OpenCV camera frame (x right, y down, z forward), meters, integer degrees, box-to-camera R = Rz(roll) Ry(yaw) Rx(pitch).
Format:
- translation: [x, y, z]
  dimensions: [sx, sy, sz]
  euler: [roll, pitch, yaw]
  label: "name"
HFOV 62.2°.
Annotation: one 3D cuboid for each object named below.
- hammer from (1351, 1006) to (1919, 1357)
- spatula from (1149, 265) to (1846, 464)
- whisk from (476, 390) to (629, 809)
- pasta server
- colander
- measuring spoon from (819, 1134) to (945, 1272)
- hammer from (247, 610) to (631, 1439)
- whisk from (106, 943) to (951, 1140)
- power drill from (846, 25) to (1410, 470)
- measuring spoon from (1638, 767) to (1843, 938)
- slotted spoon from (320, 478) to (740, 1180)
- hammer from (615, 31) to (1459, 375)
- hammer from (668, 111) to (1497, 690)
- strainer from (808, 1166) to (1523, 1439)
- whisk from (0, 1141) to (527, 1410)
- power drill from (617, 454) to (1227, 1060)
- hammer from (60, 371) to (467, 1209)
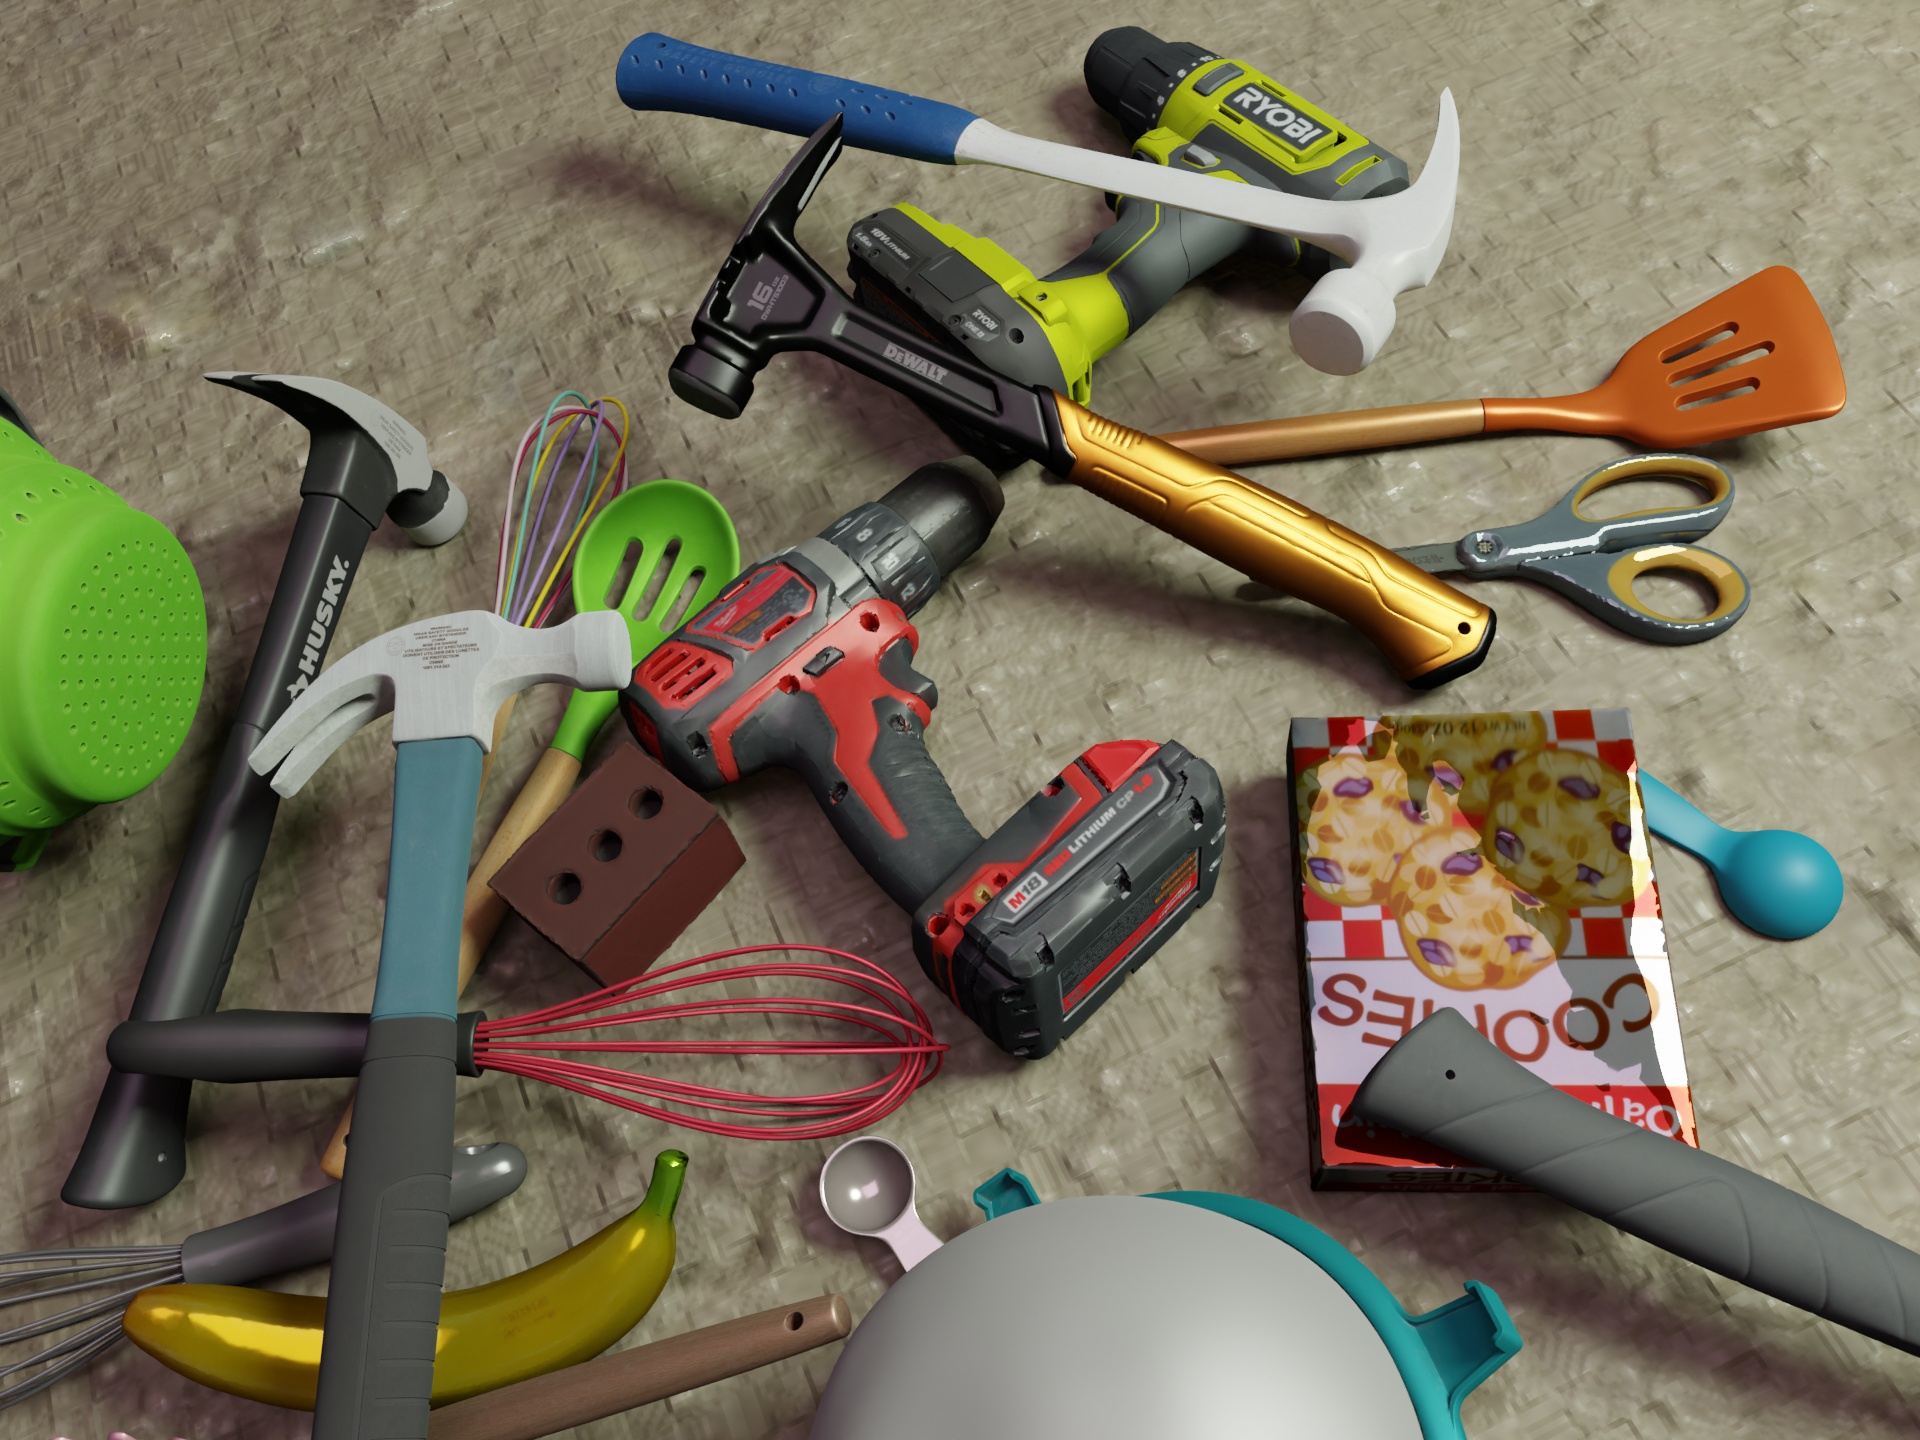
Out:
- translation: [0.313, 0.192, 0.471]
  dimensions: [0.409, 0.036, 0.149]
  euler: [24, 69, 10]
  label: "hammer"
- translation: [0.201, -0.135, 0.687]
  dimensions: [0.322, 0.041, 0.081]
  euler: [-6, 62, 5]
  label: "spatula"
- translation: [-0.191, -0.041, 0.687]
  dimensions: [0.047, 0.051, 0.245]
  euler: [10, 66, 6]
  label: "whisk"
- translation: [-0.181, 0.230, 0.504]
  dimensions: [0.316, 0.040, 0.060]
  euler: [-21, 55, 12]
  label: "pasta server"
- translation: [-0.353, -0.065, 0.521]
  dimensions: [0.094, 0.396, 0.205]
  euler: [6, 63, 4]
  label: "colander"
- translation: [-0.004, 0.198, 0.552]
  dimensions: [0.034, 0.018, 0.124]
  euler: [-39, 71, -11]
  label: "measuring spoon"
- translation: [-0.178, 0.112, 0.518]
  dimensions: [0.128, 0.033, 0.331]
  euler: [-4, 63, 1]
  label: "hammer"
- translation: [-0.151, 0.114, 0.564]
  dimensions: [0.296, 0.073, 0.073]
  euler: [0, 62, -2]
  label: "whisk"
- translation: [0.064, -0.233, 0.739]
  dimensions: [0.228, 0.080, 0.191]
  euler: [-35, 59, -14]
  label: "power drill"
- translation: [0.270, 0.033, 0.598]
  dimensions: [0.129, 0.021, 0.042]
  euler: [37, 72, 23]
  label: "measuring spoon"
- translation: [-0.176, 0.036, 0.650]
  dimensions: [0.070, 0.031, 0.314]
  euler: [25, 68, -4]
  label: "slotted spoon"
- translation: [0.017, -0.252, 0.693]
  dimensions: [0.406, 0.035, 0.144]
  euler: [23, 60, 26]
  label: "hammer"
- translation: [0.061, -0.111, 0.631]
  dimensions: [0.337, 0.034, 0.127]
  euler: [27, 81, -2]
  label: "hammer"
- translation: [-0.004, 0.264, 0.398]
  dimensions: [0.211, 0.095, 0.340]
  euler: [-2, 53, 46]
  label: "strainer"
- translation: [-0.273, 0.194, 0.568]
  dimensions: [0.239, 0.055, 0.055]
  euler: [-17, 61, -6]
  label: "whisk"
- translation: [-0.001, -0.002, 0.623]
  dimensions: [0.188, 0.080, 0.227]
  euler: [-41, 61, -19]
  label: "power drill"
- translation: [-0.283, 0.020, 0.627]
  dimensions: [0.035, 0.146, 0.335]
  euler: [6, 71, 13]
  label: "hammer"
